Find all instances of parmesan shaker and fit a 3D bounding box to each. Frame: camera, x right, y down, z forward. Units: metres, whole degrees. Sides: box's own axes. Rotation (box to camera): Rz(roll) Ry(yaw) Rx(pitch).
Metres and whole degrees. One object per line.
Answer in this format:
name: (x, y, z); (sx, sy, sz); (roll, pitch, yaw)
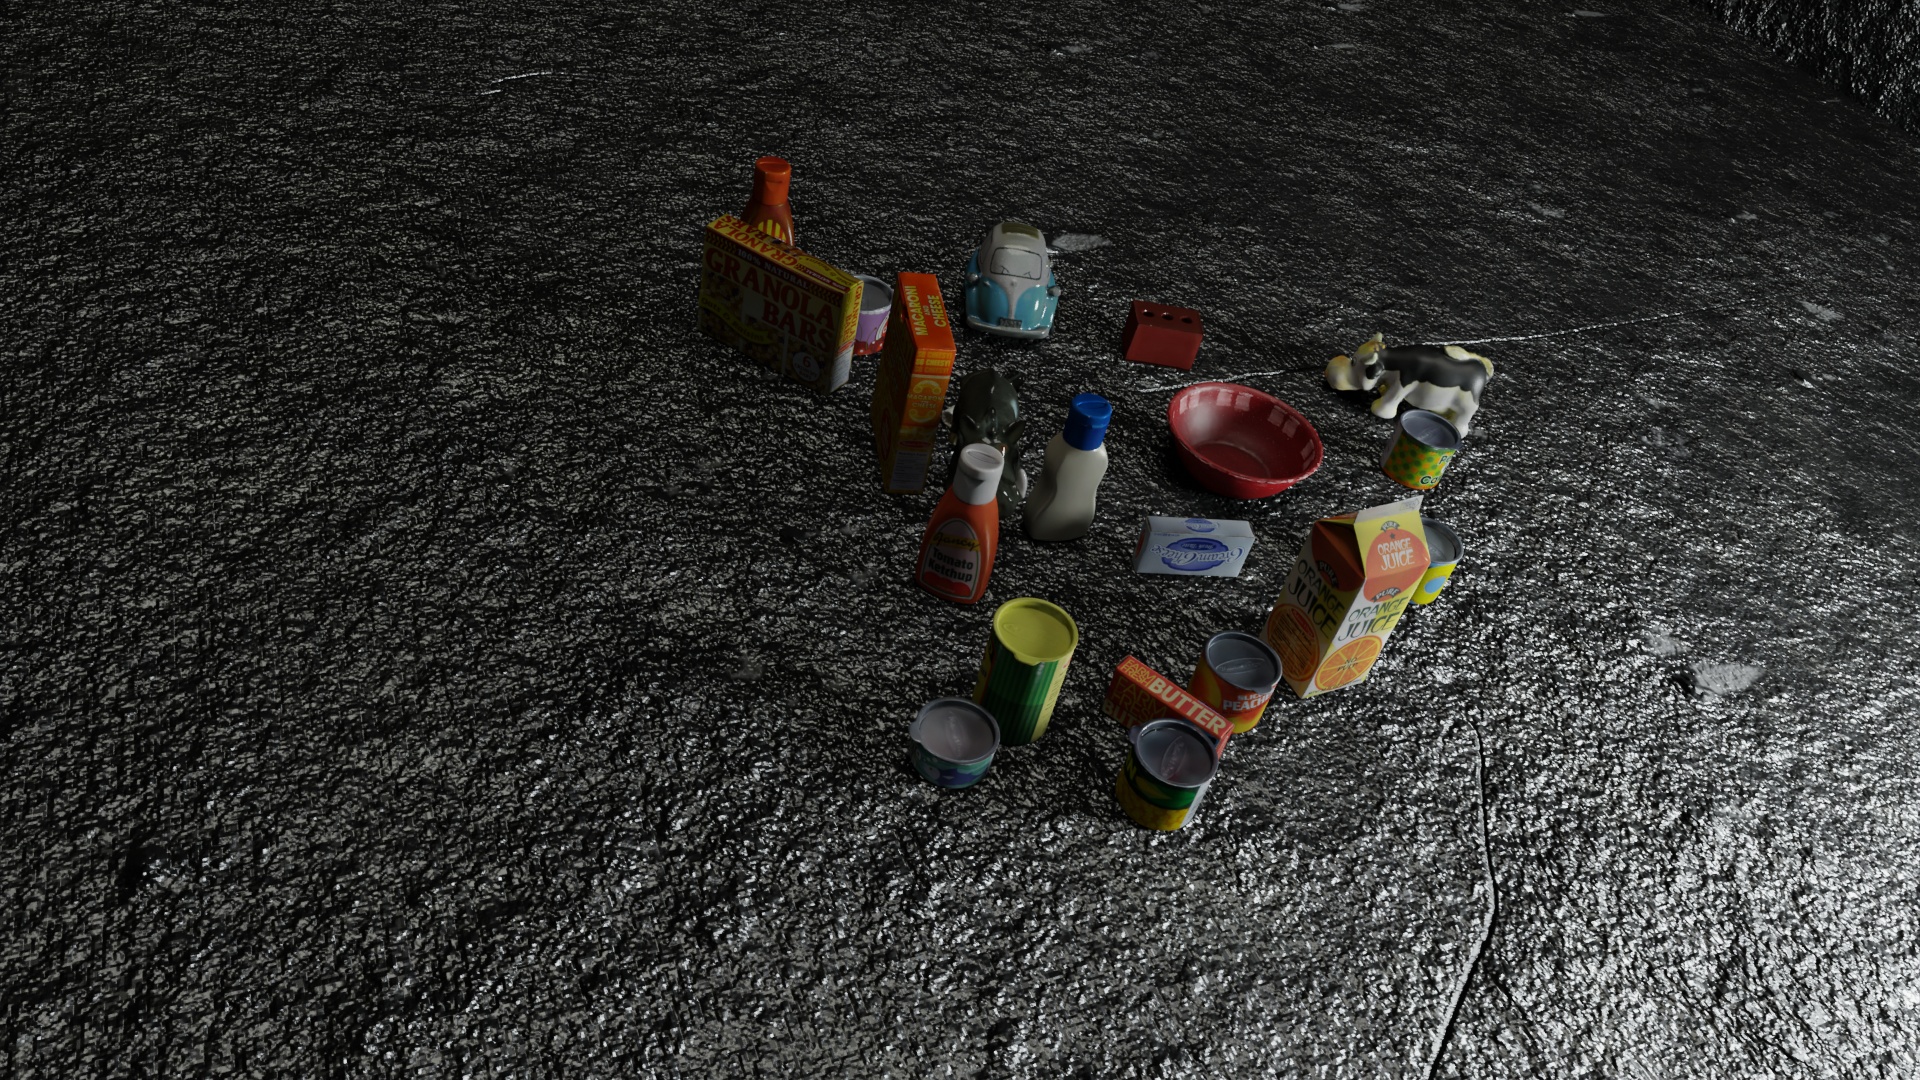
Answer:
parmesan shaker: (0.047, 0.105, 1.083); (0.071, 0.102, 0.072); (8, 41, -7)

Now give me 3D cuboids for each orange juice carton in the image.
orange juice carton: (0.326, 0.039, 1.169); (0.072, 0.191, 0.073); (-10, 47, -26)

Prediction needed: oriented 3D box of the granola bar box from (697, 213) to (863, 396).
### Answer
granola bar box: (-0.182, -0.233, 1.379); (0.166, 0.123, 0.039); (28, 43, 15)

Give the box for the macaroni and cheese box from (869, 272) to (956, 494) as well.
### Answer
macaroni and cheese box: (-0.047, -0.145, 1.287); (0.040, 0.165, 0.124); (1, 43, -15)

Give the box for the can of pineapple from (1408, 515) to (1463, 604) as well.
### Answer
can of pineapple: (0.434, 0.019, 1.325); (0.071, 0.057, 0.071); (8, 41, -7)

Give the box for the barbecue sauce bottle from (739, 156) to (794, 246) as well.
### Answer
barbecue sauce bottle: (-0.204, -0.329, 1.461); (0.065, 0.147, 0.044); (0, 43, -16)

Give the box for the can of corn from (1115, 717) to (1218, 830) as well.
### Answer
can of corn: (0.155, 0.179, 1.066); (0.071, 0.058, 0.071); (8, 41, -7)

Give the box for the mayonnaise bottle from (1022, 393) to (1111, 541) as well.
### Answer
mayonnaise bottle: (0.101, -0.065, 1.254); (0.065, 0.147, 0.041); (-4, 44, -20)

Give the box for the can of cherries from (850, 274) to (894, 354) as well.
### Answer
can of cherries: (-0.103, -0.235, 1.454); (0.071, 0.058, 0.072); (8, 41, -7)

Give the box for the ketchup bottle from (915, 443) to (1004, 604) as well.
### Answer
ketchup bottle: (0.004, -0.015, 1.170); (0.065, 0.148, 0.044); (20, 41, 7)

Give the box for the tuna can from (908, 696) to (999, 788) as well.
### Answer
tuna can: (-0.008, 0.155, 1.065); (0.071, 0.032, 0.071); (8, 41, -7)

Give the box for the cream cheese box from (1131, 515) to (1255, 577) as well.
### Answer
cream cheese box: (0.213, 0.006, 1.279); (0.104, 0.053, 0.024); (3, 42, -13)

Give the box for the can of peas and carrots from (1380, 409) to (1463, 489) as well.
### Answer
can of peas and carrots: (0.487, -0.095, 1.465); (0.071, 0.058, 0.071); (8, 41, -7)

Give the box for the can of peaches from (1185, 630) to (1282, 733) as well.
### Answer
can of peaches: (0.227, 0.120, 1.153); (0.071, 0.057, 0.071); (8, 41, -7)

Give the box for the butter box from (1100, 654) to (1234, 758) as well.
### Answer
butter box: (0.164, 0.141, 1.115); (0.103, 0.052, 0.024); (34, 45, 21)
